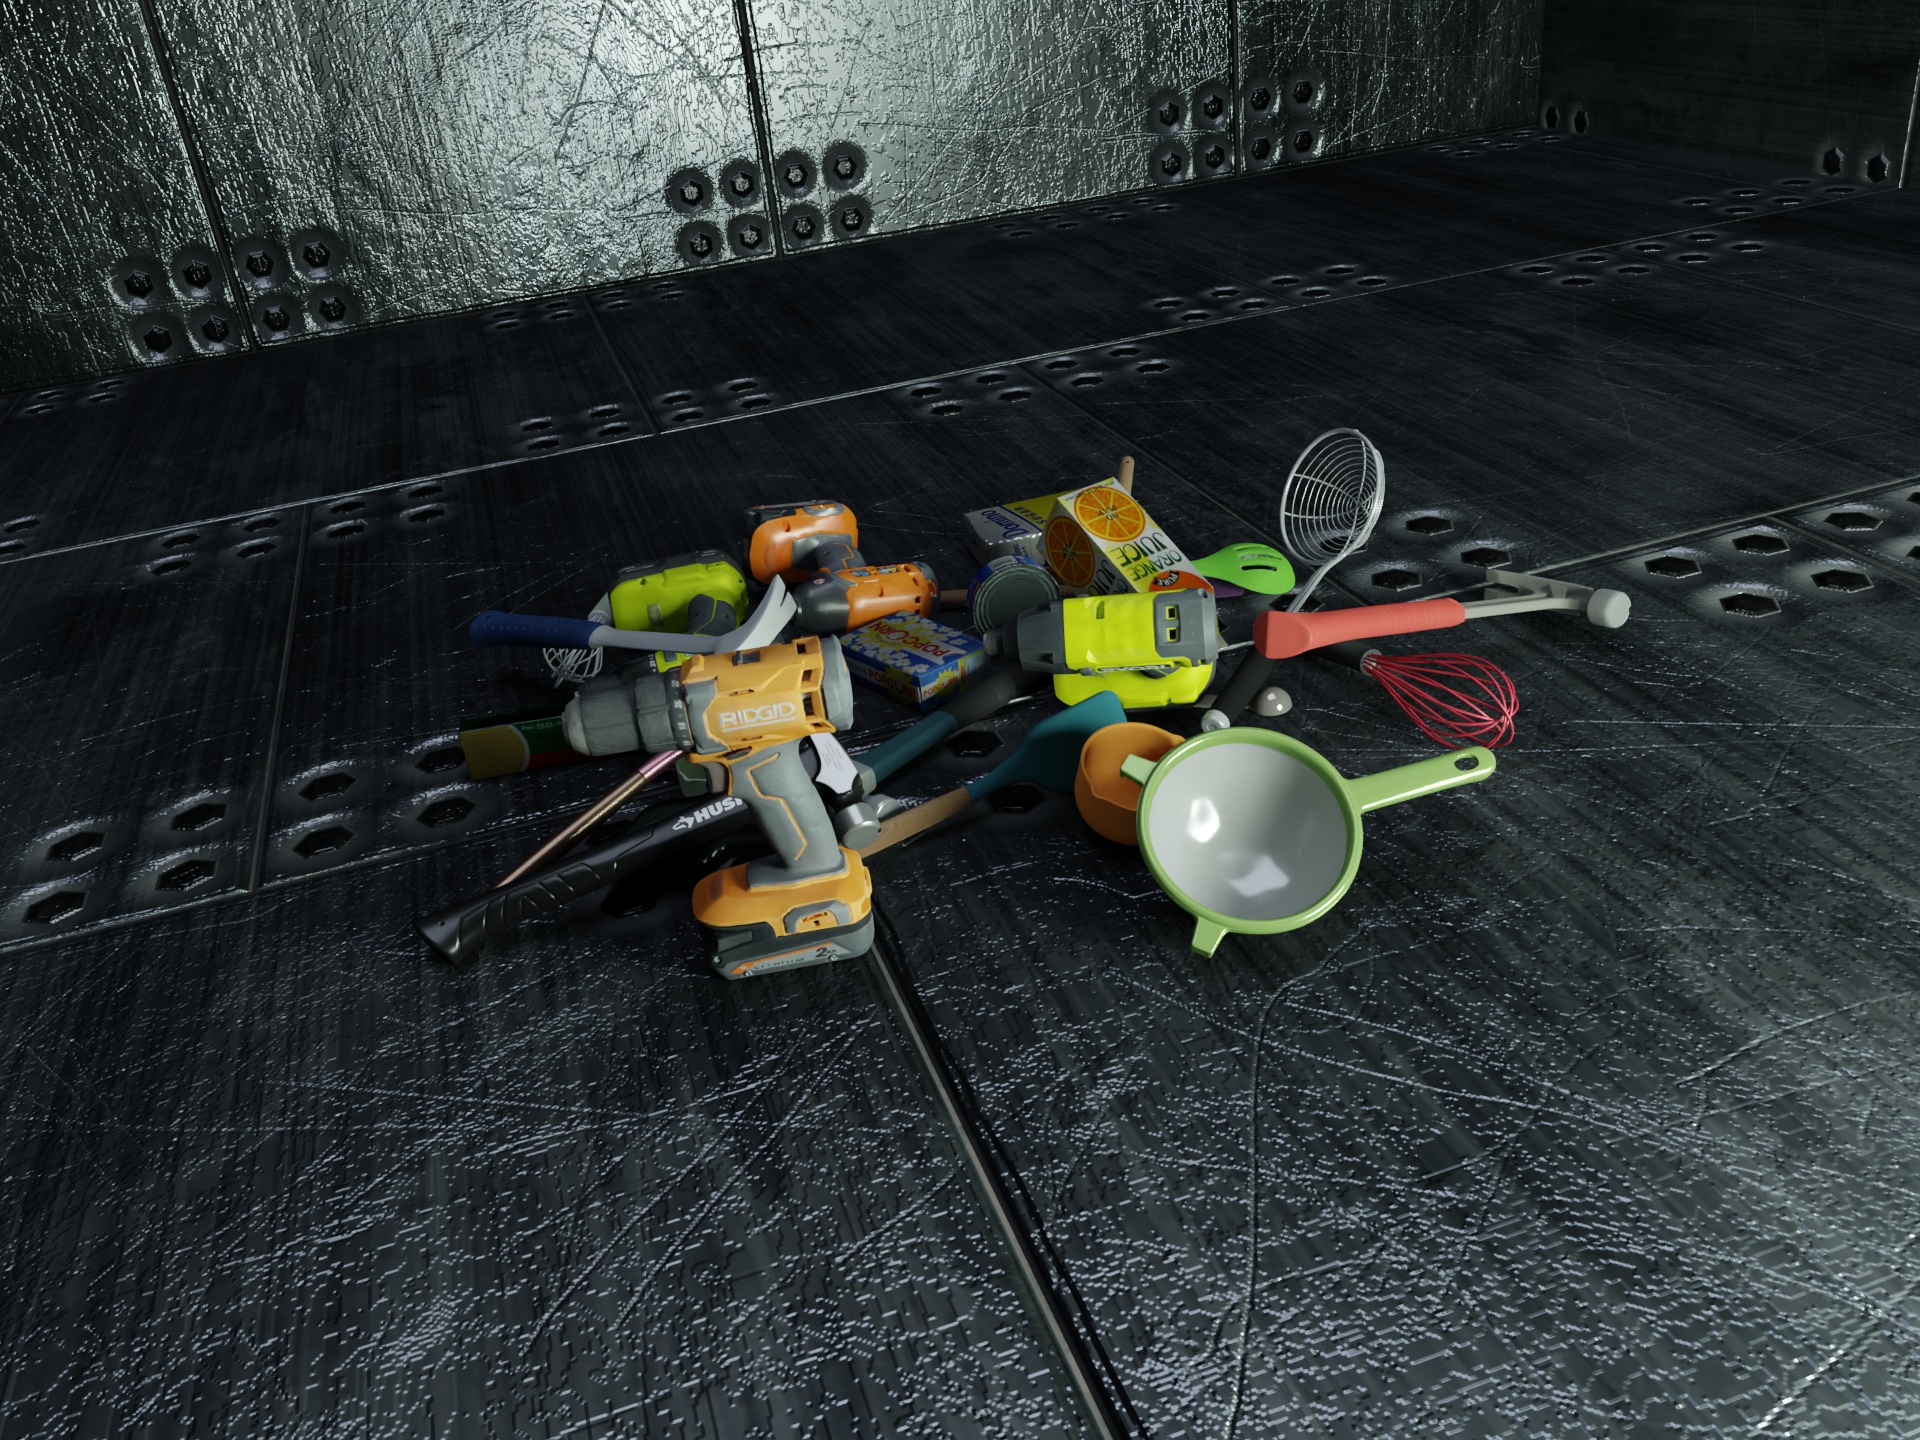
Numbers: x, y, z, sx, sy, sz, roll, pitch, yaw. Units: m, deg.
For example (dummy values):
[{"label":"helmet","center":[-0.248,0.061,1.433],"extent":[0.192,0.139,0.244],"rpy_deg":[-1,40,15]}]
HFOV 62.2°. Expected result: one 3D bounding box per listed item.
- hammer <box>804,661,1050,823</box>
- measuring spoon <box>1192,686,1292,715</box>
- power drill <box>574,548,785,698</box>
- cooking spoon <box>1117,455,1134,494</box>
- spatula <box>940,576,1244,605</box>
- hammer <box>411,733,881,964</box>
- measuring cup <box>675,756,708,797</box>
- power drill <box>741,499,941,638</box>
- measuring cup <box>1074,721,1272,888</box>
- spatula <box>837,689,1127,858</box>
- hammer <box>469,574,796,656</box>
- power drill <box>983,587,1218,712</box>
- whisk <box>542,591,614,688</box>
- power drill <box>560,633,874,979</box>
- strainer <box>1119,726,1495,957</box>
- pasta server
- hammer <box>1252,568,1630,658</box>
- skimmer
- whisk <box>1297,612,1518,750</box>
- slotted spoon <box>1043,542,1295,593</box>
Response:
[{"label":"hammer","center":[-0.002,-0.004,1.352],"extent":[0.128,0.033,0.331],"rpy_deg":[19,38,38]},{"label":"measuring spoon","center":[0.218,-0.022,1.348],"extent":[0.124,0.018,0.034],"rpy_deg":[4,30,20]},{"label":"power drill","center":[-0.270,-0.073,1.497],"extent":[0.190,0.080,0.229],"rpy_deg":[-12,31,-10]},{"label":"cooking spoon","center":[0.154,-0.175,1.590],"extent":[0.069,0.017,0.319],"rpy_deg":[2,41,10]},{"label":"spatula","center":[0.119,-0.128,1.568],"extent":[0.316,0.018,0.060],"rpy_deg":[-3,33,6]},{"label":"hammer","center":[-0.236,0.090,1.165],"extent":[0.335,0.035,0.146],"rpy_deg":[-23,56,-10]},{"label":"measuring cup","center":[-0.228,0.037,1.324],"extent":[0.168,0.038,0.083],"rpy_deg":[12,34,35]},{"label":"power drill","center":[-0.141,-0.147,1.582],"extent":[0.164,0.084,0.227],"rpy_deg":[-10,29,-27]},{"label":"measuring cup","center":[0.156,0.076,1.162],"extent":[0.095,0.052,0.174],"rpy_deg":[-30,61,-31]},{"label":"spatula","center":[-0.013,0.069,1.202],"extent":[0.317,0.082,0.044],"rpy_deg":[-24,21,-19]},{"label":"hammer","center":[-0.308,-0.076,1.408],"extent":[0.406,0.035,0.144],"rpy_deg":[6,45,43]},{"label":"power drill","center":[0.119,-0.056,1.253],"extent":[0.171,0.080,0.223],"rpy_deg":[-3,-6,12]},{"label":"whisk","center":[-0.365,-0.096,1.597],"extent":[0.057,0.059,0.246],"rpy_deg":[30,24,-9]},{"label":"power drill","center":[-0.154,0.060,1.061],"extent":[0.185,0.226,0.084],"rpy_deg":[-10,28,-5]},{"label":"strainer","center":[0.242,0.071,1.091],"extent":[0.256,0.069,0.152],"rpy_deg":[-15,62,-10]},{"label":"pasta server","center":[-0.273,0.055,1.241],"extent":[0.060,0.040,0.316],"rpy_deg":[10,43,45]},{"label":"hammer","center":[0.381,-0.089,1.319],"extent":[0.359,0.036,0.149],"rpy_deg":[-8,16,-31]},{"label":"skimmer","center":[0.275,-0.125,1.387],"extent":[0.127,0.090,0.363],"rpy_deg":[-32,15,51]},{"label":"whisk","center":[0.353,-0.043,1.320],"extent":[0.073,0.073,0.296],"rpy_deg":[-18,25,-20]},{"label":"slotted spoon","center":[0.171,-0.142,1.523],"extent":[0.313,0.031,0.070],"rpy_deg":[-4,47,-8]}]
